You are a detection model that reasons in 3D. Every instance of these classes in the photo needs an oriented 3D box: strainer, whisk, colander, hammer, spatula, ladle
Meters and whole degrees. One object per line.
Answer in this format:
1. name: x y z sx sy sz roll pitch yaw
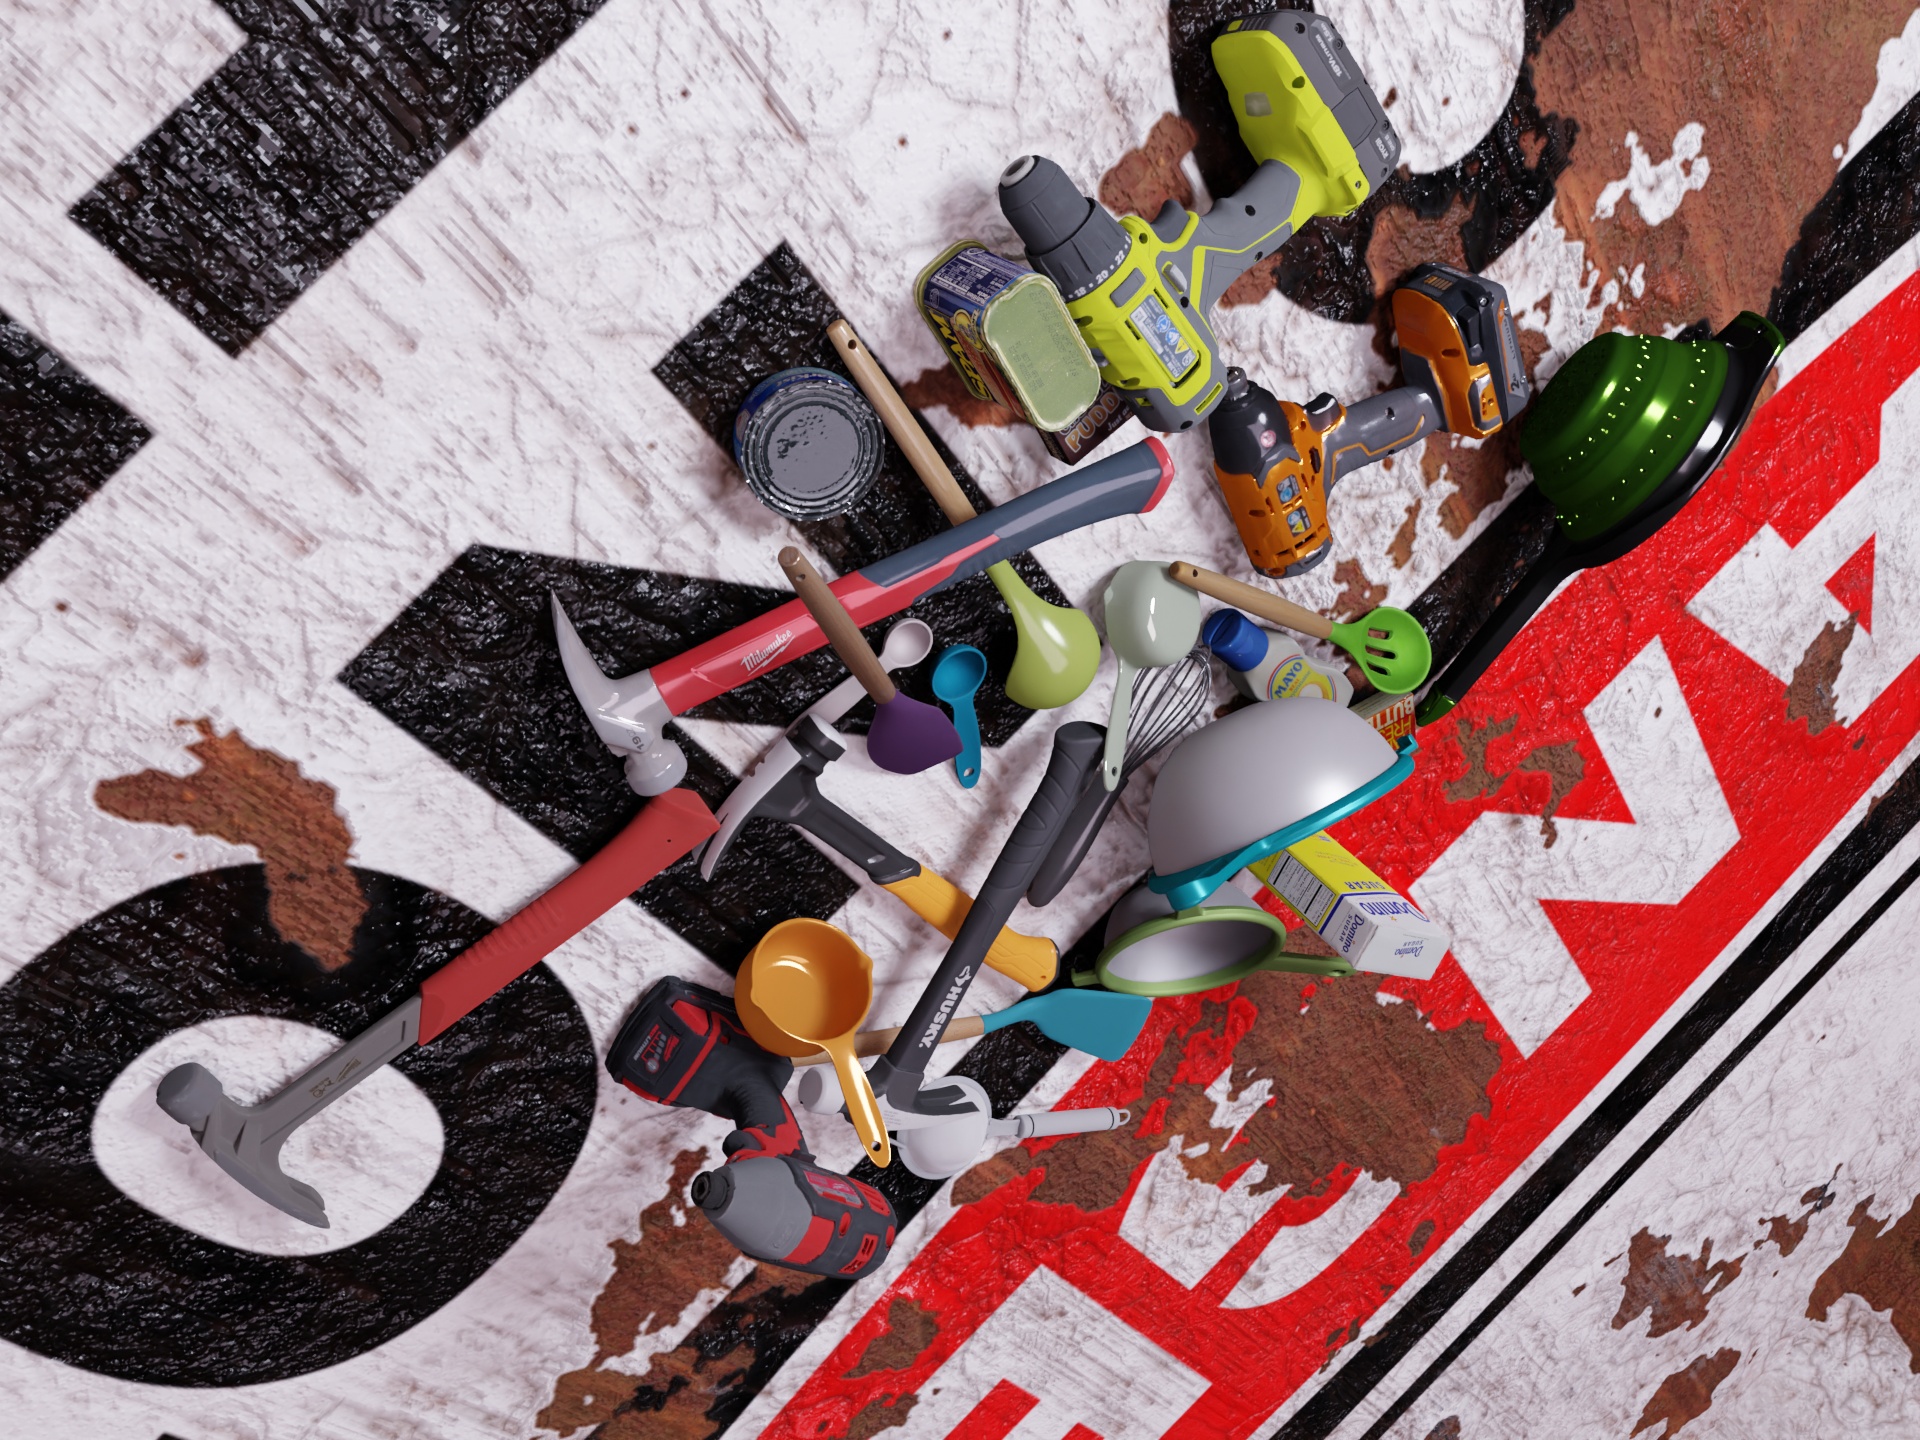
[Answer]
1. strainer: 0.046 0.332 1.303 0.258 0.050 0.087 6 98 -37
2. strainer: 0.218 0.166 1.277 0.256 0.069 0.151 11 143 -32
3. whisk: 0.116 0.042 1.179 0.055 0.055 0.239 21 107 -38
4. colander: 0.452 -0.164 1.238 0.094 0.205 0.397 31 117 -6
5. hammer: -0.301 0.167 0.997 0.359 0.037 0.149 -36 129 -9
6. strainer: 0.187 0.049 1.100 0.211 0.095 0.340 -28 176 26
7. hammer: 0.019 0.149 1.137 0.146 0.035 0.335 22 100 -40
8. spatula: -0.003 0.245 1.218 0.317 0.044 0.082 -4 135 -29
9. spatula: -0.055 -0.026 0.967 0.060 0.018 0.315 -24 154 3
10. hammer: -0.038 0.124 1.133 0.127 0.034 0.336 -47 131 4
11. hammer: -0.051 -0.093 0.965 0.386 0.038 0.143 -26 126 -5
12. ladle: 0.001 -0.126 1.024 0.078 0.062 0.319 -44 123 -11

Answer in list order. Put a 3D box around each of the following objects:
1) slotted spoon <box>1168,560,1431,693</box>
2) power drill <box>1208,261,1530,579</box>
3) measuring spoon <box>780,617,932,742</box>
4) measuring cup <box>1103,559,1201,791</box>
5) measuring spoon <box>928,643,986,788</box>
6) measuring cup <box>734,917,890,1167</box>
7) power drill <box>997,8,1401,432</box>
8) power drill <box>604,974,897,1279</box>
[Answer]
1. slotted spoon: 0.257 -0.076 1.185 0.313 0.031 0.070 14 79 -43
2. power drill: 0.275 -0.222 1.109 0.226 0.084 0.164 -35 128 -5
3. measuring spoon: -0.072 -0.026 1.048 0.124 0.018 0.034 -39 131 1
4. measuring cup: 0.129 -0.031 1.101 0.083 0.038 0.168 25 71 -46
5. measuring spoon: -0.002 -0.004 1.103 0.042 0.021 0.128 -23 135 -18
6. measuring cup: -0.093 0.221 1.065 0.095 0.174 0.052 -13 162 -36
7. power drill: 0.141 -0.315 0.958 0.228 0.080 0.190 -48 122 -6
8. power drill: -0.142 0.265 1.028 0.143 0.220 0.078 30 98 -39
